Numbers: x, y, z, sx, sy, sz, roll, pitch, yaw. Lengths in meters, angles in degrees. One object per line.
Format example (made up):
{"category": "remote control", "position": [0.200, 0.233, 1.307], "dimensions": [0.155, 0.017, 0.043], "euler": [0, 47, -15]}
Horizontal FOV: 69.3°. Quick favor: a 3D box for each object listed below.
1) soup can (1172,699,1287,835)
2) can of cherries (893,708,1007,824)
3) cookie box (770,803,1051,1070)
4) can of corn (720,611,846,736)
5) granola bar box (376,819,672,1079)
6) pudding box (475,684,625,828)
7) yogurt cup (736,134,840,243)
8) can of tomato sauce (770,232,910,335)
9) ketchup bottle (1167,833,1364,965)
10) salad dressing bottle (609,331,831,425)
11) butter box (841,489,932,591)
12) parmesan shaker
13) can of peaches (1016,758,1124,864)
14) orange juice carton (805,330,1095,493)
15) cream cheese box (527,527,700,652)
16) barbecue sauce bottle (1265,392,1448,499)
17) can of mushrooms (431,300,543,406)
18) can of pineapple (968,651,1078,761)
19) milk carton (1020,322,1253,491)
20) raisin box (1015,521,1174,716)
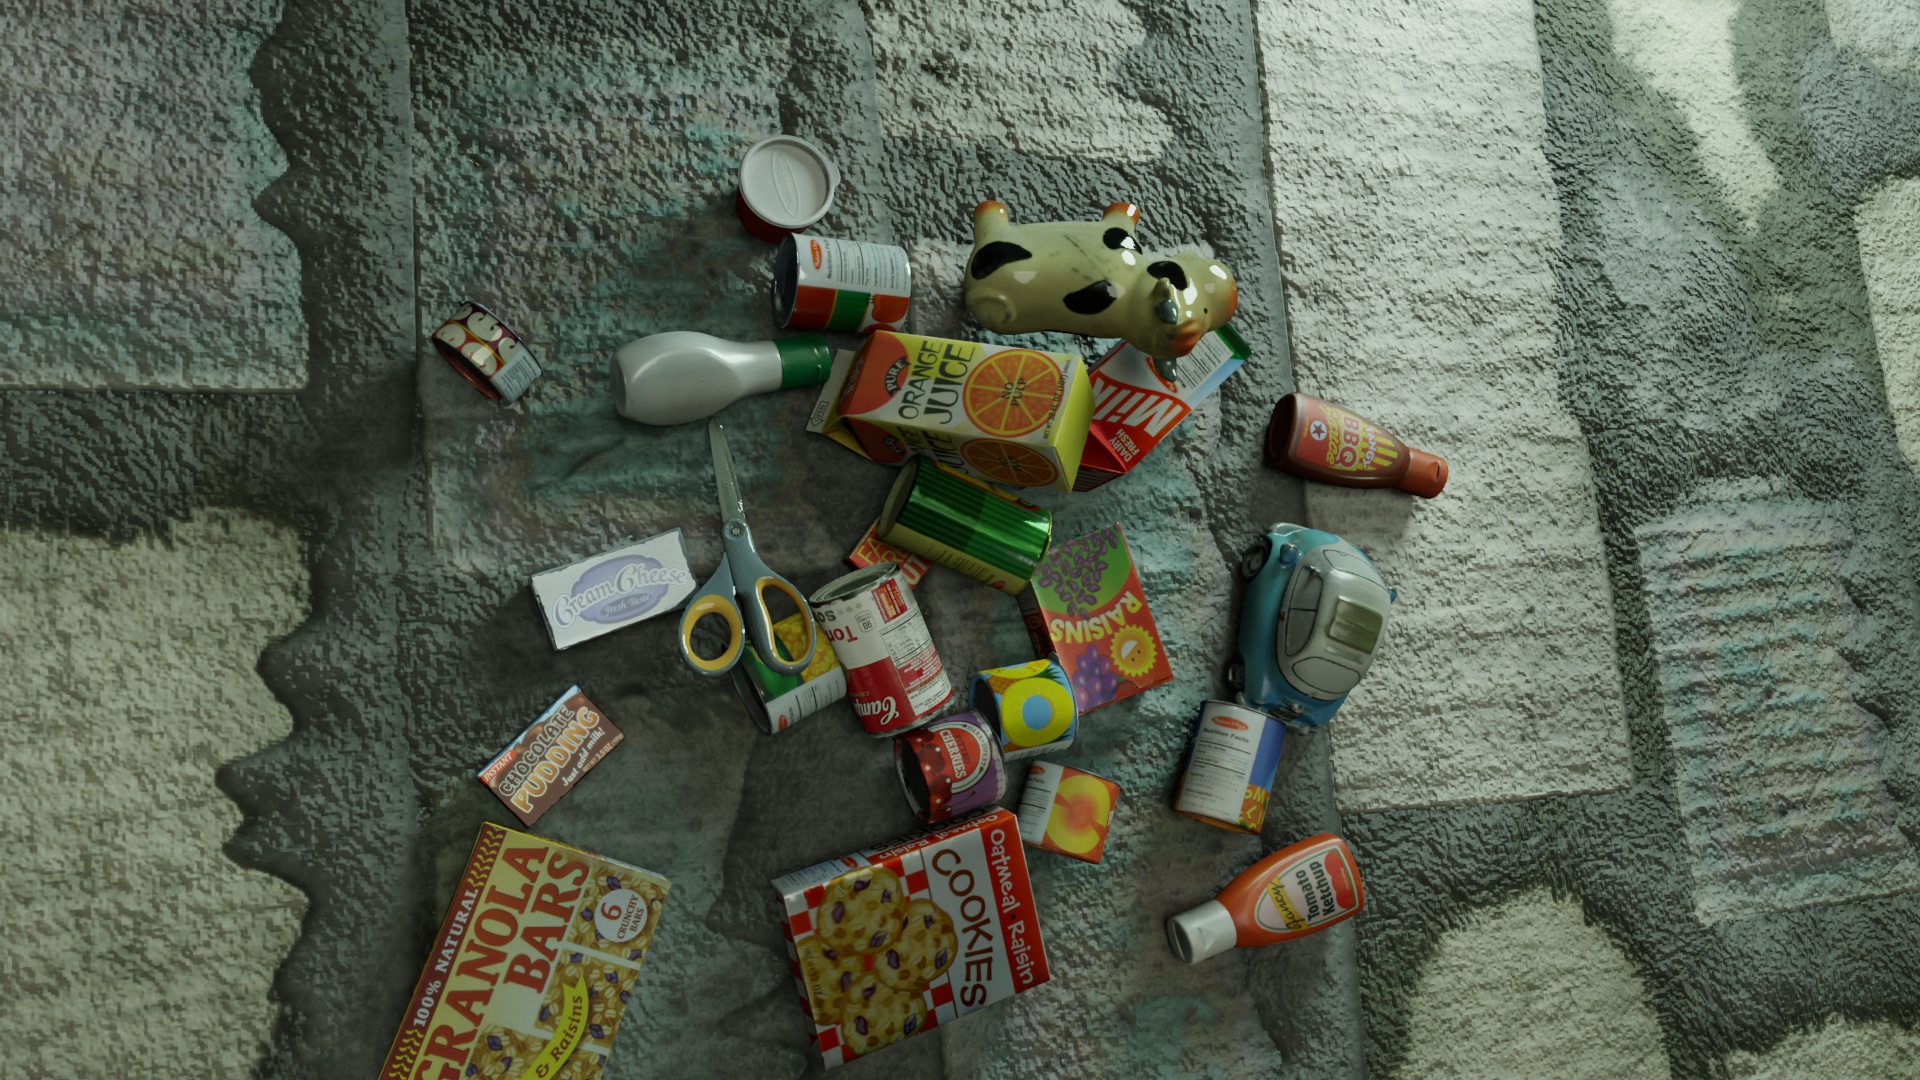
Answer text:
{"category": "soup can", "position": [0.200, 0.169, 1.027], "dimensions": [0.071, 0.071, 0.084], "euler": [22, 76, -14]}
{"category": "can of cherries", "position": [-0.007, 0.154, 0.954], "dimensions": [0.058, 0.071, 0.071], "euler": [-15, 86, -20]}
{"category": "cookie box", "position": [-0.031, 0.262, 0.933], "dimensions": [0.168, 0.040, 0.122], "euler": [-15, 99, -21]}
{"category": "can of corn", "position": [-0.118, 0.087, 0.931], "dimensions": [0.058, 0.071, 0.071], "euler": [-26, 90, -21]}
{"category": "granola bar box", "position": [-0.268, 0.272, 0.862], "dimensions": [0.124, 0.039, 0.166], "euler": [22, 74, -14]}
{"category": "pudding box", "position": [-0.262, 0.138, 0.891], "dimensions": [0.049, 0.030, 0.084], "euler": [47, 70, -5]}
{"category": "yogurt cup", "position": [-0.128, -0.246, 0.989], "dimensions": [0.072, 0.054, 0.072], "euler": [3, 80, -18]}
{"category": "can of tomato sauce", "position": [-0.085, -0.179, 0.985], "dimensions": [0.083, 0.071, 0.071], "euler": [2, 81, -22]}
{"category": "ketchup bottle", "position": [0.225, 0.270, 1.028], "dimensions": [0.149, 0.043, 0.064], "euler": [-16, 87, -20]}
{"category": "salad dressing bottle", "position": [-0.163, -0.116, 0.956], "dimensions": [0.148, 0.064, 0.044], "euler": [-11, 40, -27]}
{"category": "butter box", "position": [-0.034, -0.009, 0.997], "dimensions": [0.053, 0.024, 0.104], "euler": [39, 71, -9]}
{"category": "parmesan shaker", "position": [0.003, -0.012, 0.958], "dimensions": [0.103, 0.071, 0.071], "euler": [24, 74, -16]}
{"category": "can of peaches", "position": [0.076, 0.192, 0.978], "dimensions": [0.071, 0.071, 0.058], "euler": [22, 75, -14]}
{"category": "orange juice carton", "position": [-0.010, -0.093, 0.965], "dimensions": [0.193, 0.072, 0.072], "euler": [10, 69, 19]}
{"category": "cream cheese box", "position": [-0.228, 0.033, 0.923], "dimensions": [0.104, 0.024, 0.053], "euler": [-20, 87, -21]}
{"category": "barbecue sauce bottle", "position": [0.320, -0.070, 1.118], "dimensions": [0.148, 0.043, 0.065], "euler": [16, 75, -16]}
{"category": "can of mushrooms", "position": [-0.309, -0.122, 0.900], "dimensions": [0.071, 0.071, 0.033], "euler": [42, 72, -8]}
{"category": "can of pineapple", "position": [0.043, 0.118, 0.979], "dimensions": [0.058, 0.071, 0.071], "euler": [-9, 84, -20]}
{"category": "milk carton", "position": [0.122, -0.102, 1.041], "dimensions": [0.191, 0.072, 0.073], "euler": [-43, 95, -21]}
{"category": "raisin box", "position": [0.095, 0.058, 1.022], "dimensions": [0.086, 0.040, 0.123], "euler": [-18, 88, -22]}
